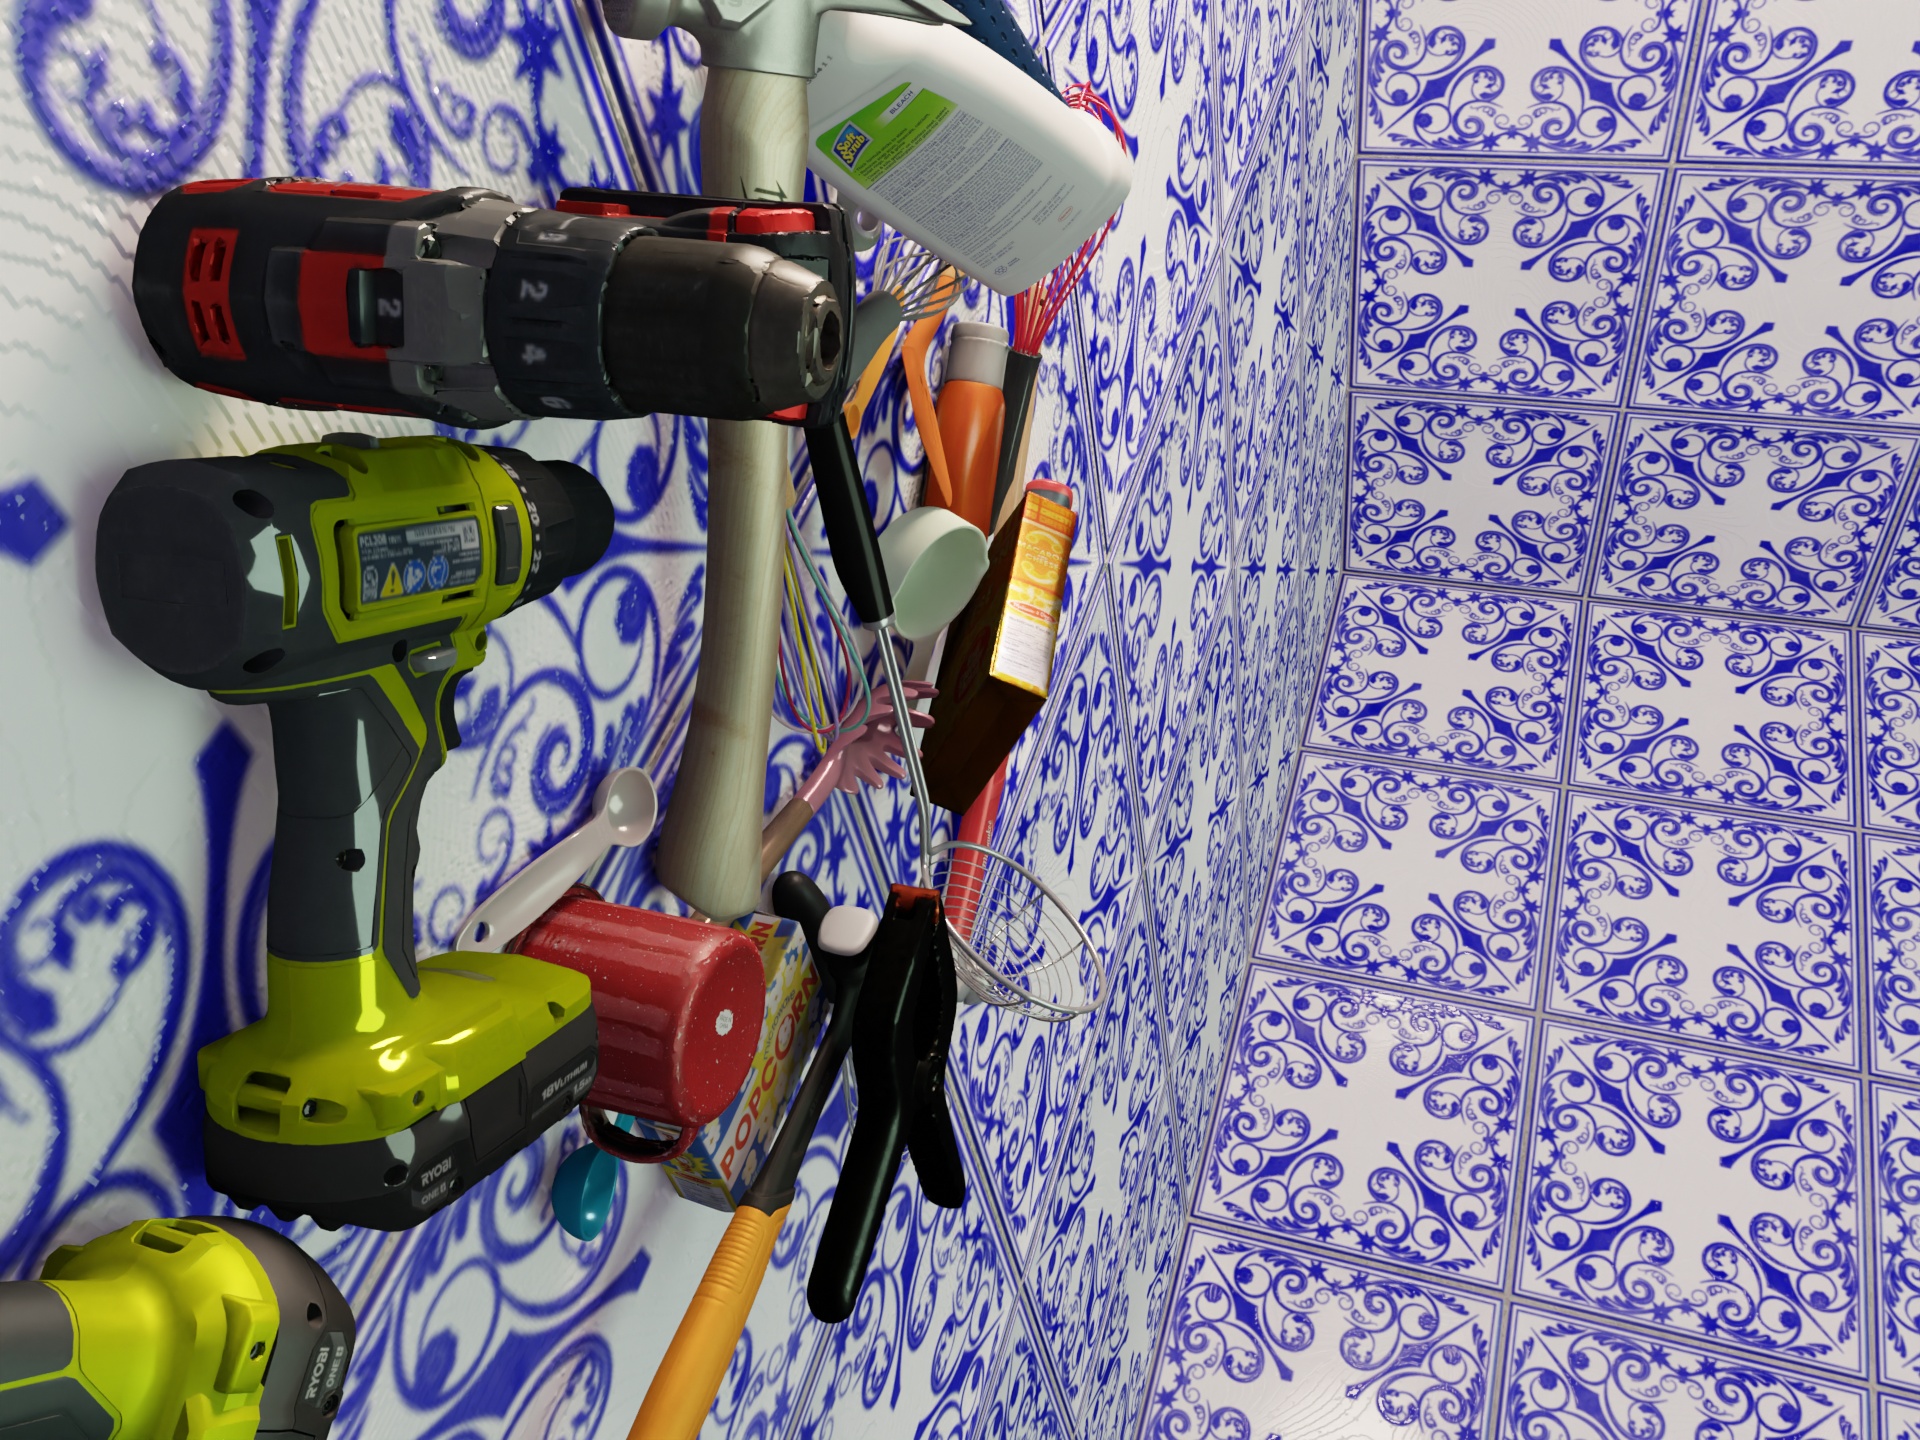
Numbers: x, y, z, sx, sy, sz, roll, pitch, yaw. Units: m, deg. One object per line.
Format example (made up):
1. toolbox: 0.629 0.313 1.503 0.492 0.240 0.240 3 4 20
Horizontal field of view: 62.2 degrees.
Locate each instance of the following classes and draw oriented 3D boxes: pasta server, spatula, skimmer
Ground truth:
1. pasta server: -0.089 0.064 0.833 0.316 0.040 0.060 -54 158 -53
2. spatula: 0.007 -0.281 0.960 0.081 0.041 0.323 65 37 -60
3. skimmer: -0.001 -0.003 0.857 0.127 0.090 0.363 -67 145 -67

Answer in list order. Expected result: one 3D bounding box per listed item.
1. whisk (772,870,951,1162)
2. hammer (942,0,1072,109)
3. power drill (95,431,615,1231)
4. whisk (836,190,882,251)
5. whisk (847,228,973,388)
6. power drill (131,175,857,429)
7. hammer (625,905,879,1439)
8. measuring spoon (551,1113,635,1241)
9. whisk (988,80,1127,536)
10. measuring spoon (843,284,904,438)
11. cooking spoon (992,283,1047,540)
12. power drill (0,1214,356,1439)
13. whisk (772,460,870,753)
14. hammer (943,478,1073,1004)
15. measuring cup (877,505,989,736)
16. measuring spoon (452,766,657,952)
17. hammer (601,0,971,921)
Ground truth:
1. whisk: -0.063 0.182 0.944 0.284 0.070 0.070 72 32 -44
2. hammer: -0.018 -0.371 0.726 0.405 0.035 0.144 30 83 -62
3. power drill: -0.171 0.023 0.510 0.190 0.080 0.228 -30 123 -67
4. whisk: -0.041 -0.358 0.783 0.057 0.059 0.246 -6 112 -33
5. whisk: -0.039 -0.211 0.818 0.239 0.055 0.055 -62 154 -52
6. power drill: -0.100 -0.125 0.487 0.227 0.188 0.080 -41 137 -69
7. hammer: -0.101 0.254 0.763 0.127 0.034 0.337 81 26 -44
8. measuring spoon: -0.158 0.172 0.718 0.042 0.021 0.129 89 10 -45
9. whisk: 0.047 -0.257 1.025 0.073 0.073 0.295 -41 149 -63
10. measuring spoon: -0.050 -0.200 0.879 0.021 0.011 0.117 74 27 -53
11. cooking spoon: 0.034 -0.152 1.111 0.068 0.017 0.319 12 82 -28
12. power drill: -0.250 0.181 0.348 0.223 0.080 0.171 48 52 -62
13. whisk: -0.085 -0.085 0.772 0.047 0.051 0.244 -53 144 -44
14. hammer: 0.022 0.006 1.137 0.143 0.038 0.386 38 62 -67
15. measuring cup: -0.034 -0.054 0.953 0.083 0.038 0.167 -25 144 -42
16. measuring spoon: -0.166 0.058 0.644 0.124 0.018 0.034 -47 131 -49
17. hammer: -0.083 -0.105 0.685 0.146 0.038 0.410 -7 114 -31
